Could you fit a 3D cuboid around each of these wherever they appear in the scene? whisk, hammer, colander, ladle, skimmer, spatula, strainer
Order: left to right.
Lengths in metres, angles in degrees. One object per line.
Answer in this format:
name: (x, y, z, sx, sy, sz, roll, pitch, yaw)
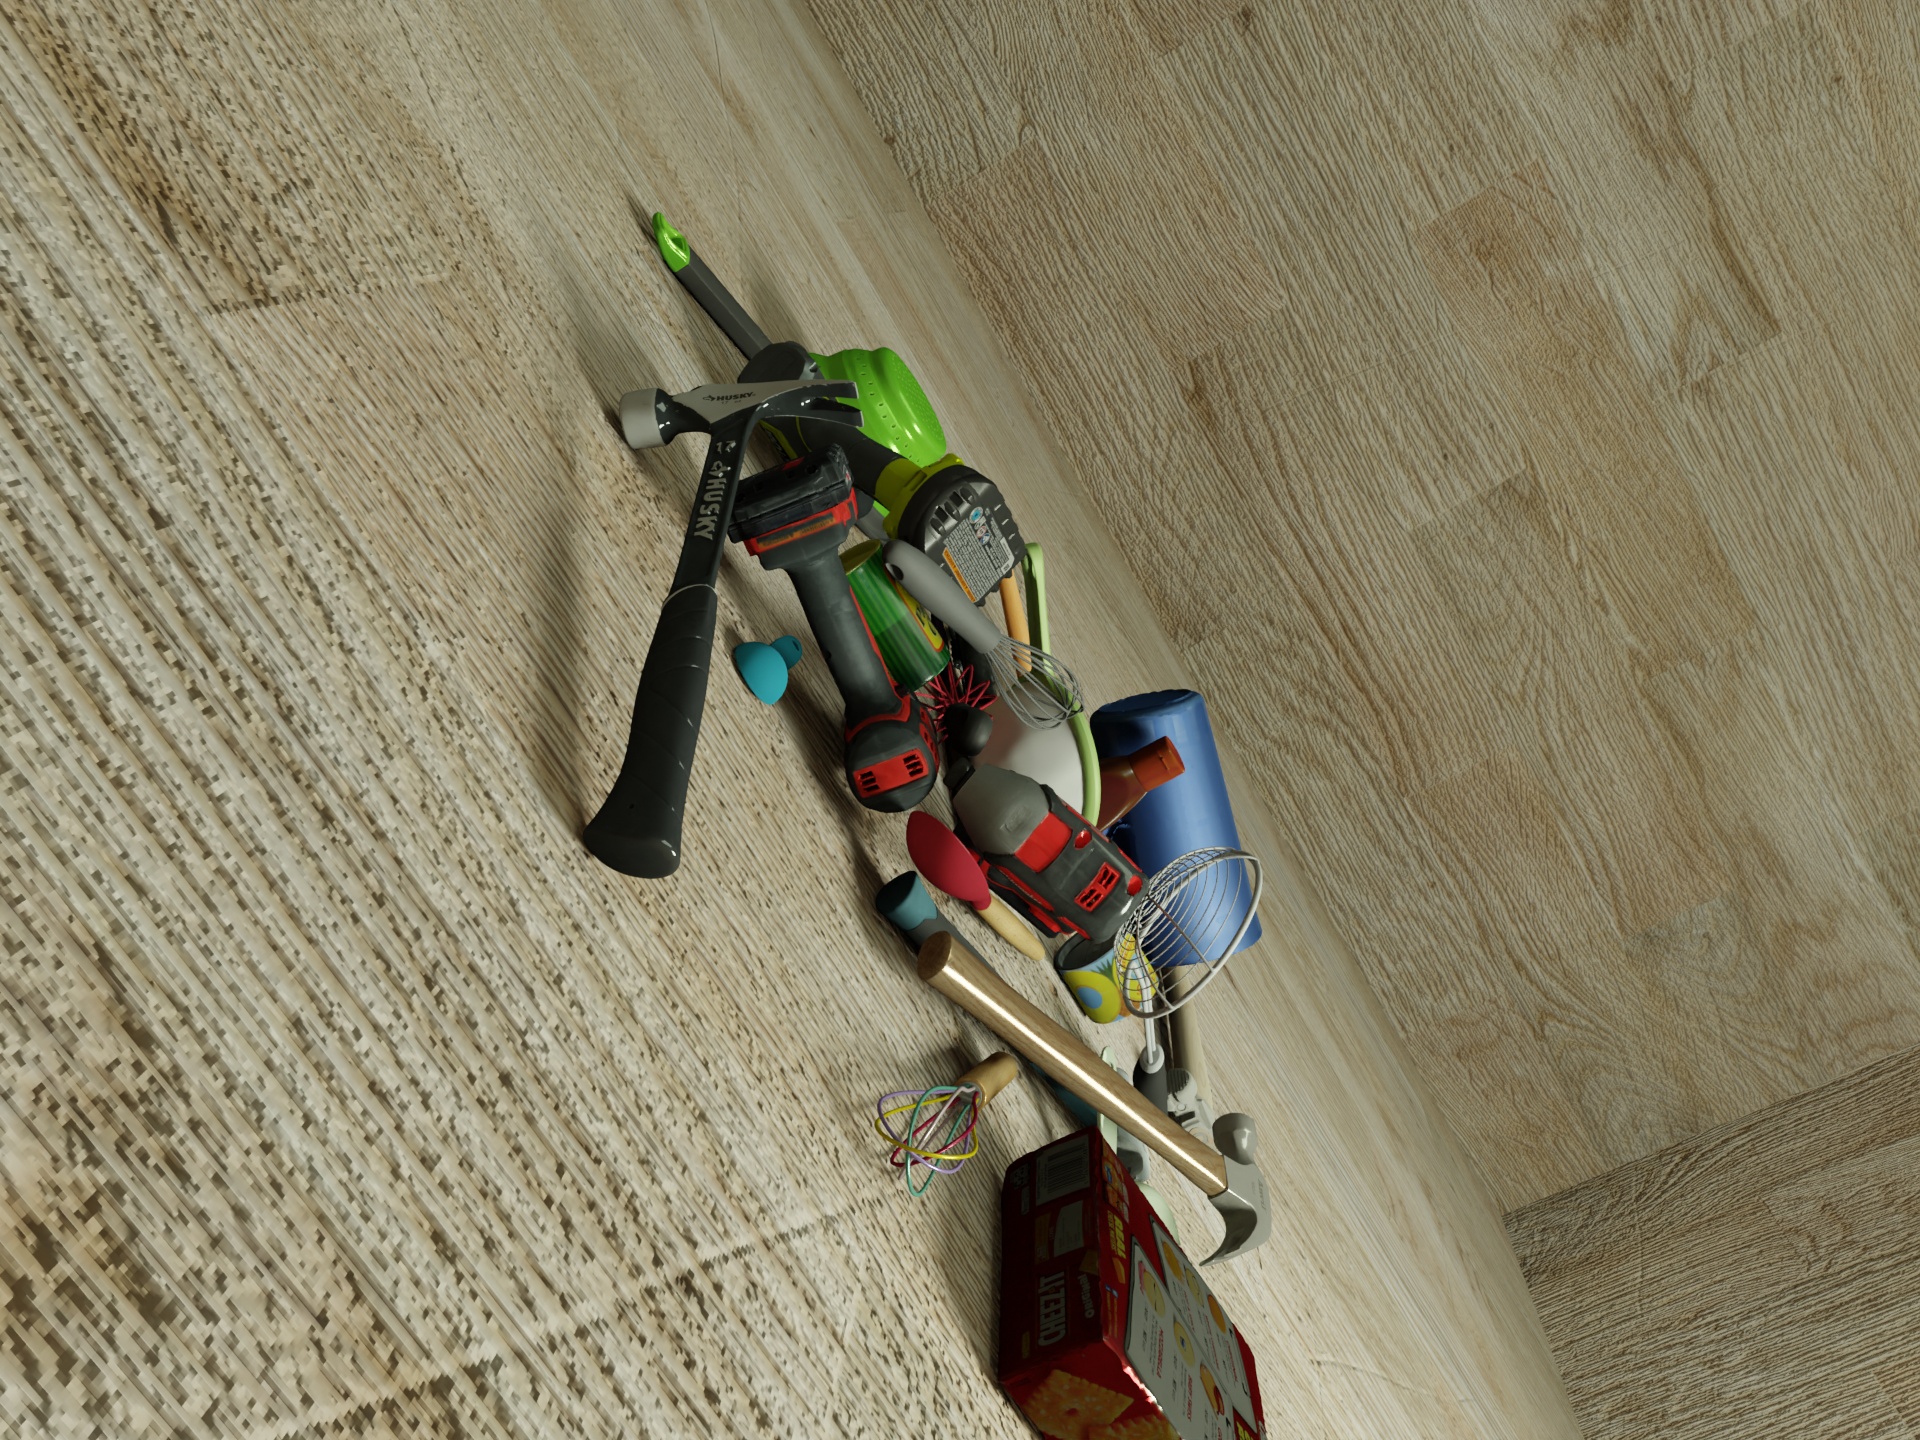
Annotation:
hammer: (-0.134, -0.071, 0.833, 0.409, 0.149, 0.036, -90, 172, -50)
colander: (-0.115, -0.306, 1.369, 0.396, 0.094, 0.205, 46, 21, -48)
spatula: (-0.008, -0.010, 1.335, 0.316, 0.018, 0.059, -99, 176, -52)
whisk: (-0.002, -0.004, 1.145, 0.073, 0.073, 0.296, 60, -1, -7)
whisk: (0.003, 0.217, 0.893, 0.245, 0.047, 0.051, 11, 66, -77)
whisk: (0.017, -0.060, 1.137, 0.238, 0.055, 0.055, 41, 24, -43)
ladle: (0.020, 0.127, 1.086, 0.069, 0.031, 0.315, 40, -5, 25)
strainer: (0.044, -0.012, 1.267, 0.152, 0.069, 0.256, 30, -51, 60)
hammer: (0.042, 0.209, 1.067, 0.330, 0.033, 0.128, 52, 16, -34)
spatula: (0.075, 0.014, 1.349, 0.041, 0.081, 0.322, -14, 92, -42)
hammer: (0.093, 0.236, 1.003, 0.331, 0.031, 0.130, 42, 27, -27)
hammer: (0.216, 0.284, 1.536, 0.146, 0.038, 0.411, 58, 14, -21)
skimmer: (0.160, 0.218, 1.120, 0.362, 0.090, 0.127, 79, 31, -49)

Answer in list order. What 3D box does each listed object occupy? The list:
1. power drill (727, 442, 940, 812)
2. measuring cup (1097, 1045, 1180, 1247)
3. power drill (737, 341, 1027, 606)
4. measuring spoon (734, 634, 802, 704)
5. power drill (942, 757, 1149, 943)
power drill: (-0.075, -0.061, 1.045, 0.188, 0.080, 0.226, -98, 167, -76)
measuring cup: (0.110, 0.291, 1.032, 0.083, 0.038, 0.168, 30, 51, -43)
power drill: (-0.059, -0.177, 1.226, 0.229, 0.080, 0.190, 39, -8, 30)
measuring spoon: (-0.113, -0.042, 1.019, 0.042, 0.021, 0.129, 60, 14, -7)
power drill: (0.048, 0.084, 1.062, 0.143, 0.078, 0.219, 39, -5, 4)
